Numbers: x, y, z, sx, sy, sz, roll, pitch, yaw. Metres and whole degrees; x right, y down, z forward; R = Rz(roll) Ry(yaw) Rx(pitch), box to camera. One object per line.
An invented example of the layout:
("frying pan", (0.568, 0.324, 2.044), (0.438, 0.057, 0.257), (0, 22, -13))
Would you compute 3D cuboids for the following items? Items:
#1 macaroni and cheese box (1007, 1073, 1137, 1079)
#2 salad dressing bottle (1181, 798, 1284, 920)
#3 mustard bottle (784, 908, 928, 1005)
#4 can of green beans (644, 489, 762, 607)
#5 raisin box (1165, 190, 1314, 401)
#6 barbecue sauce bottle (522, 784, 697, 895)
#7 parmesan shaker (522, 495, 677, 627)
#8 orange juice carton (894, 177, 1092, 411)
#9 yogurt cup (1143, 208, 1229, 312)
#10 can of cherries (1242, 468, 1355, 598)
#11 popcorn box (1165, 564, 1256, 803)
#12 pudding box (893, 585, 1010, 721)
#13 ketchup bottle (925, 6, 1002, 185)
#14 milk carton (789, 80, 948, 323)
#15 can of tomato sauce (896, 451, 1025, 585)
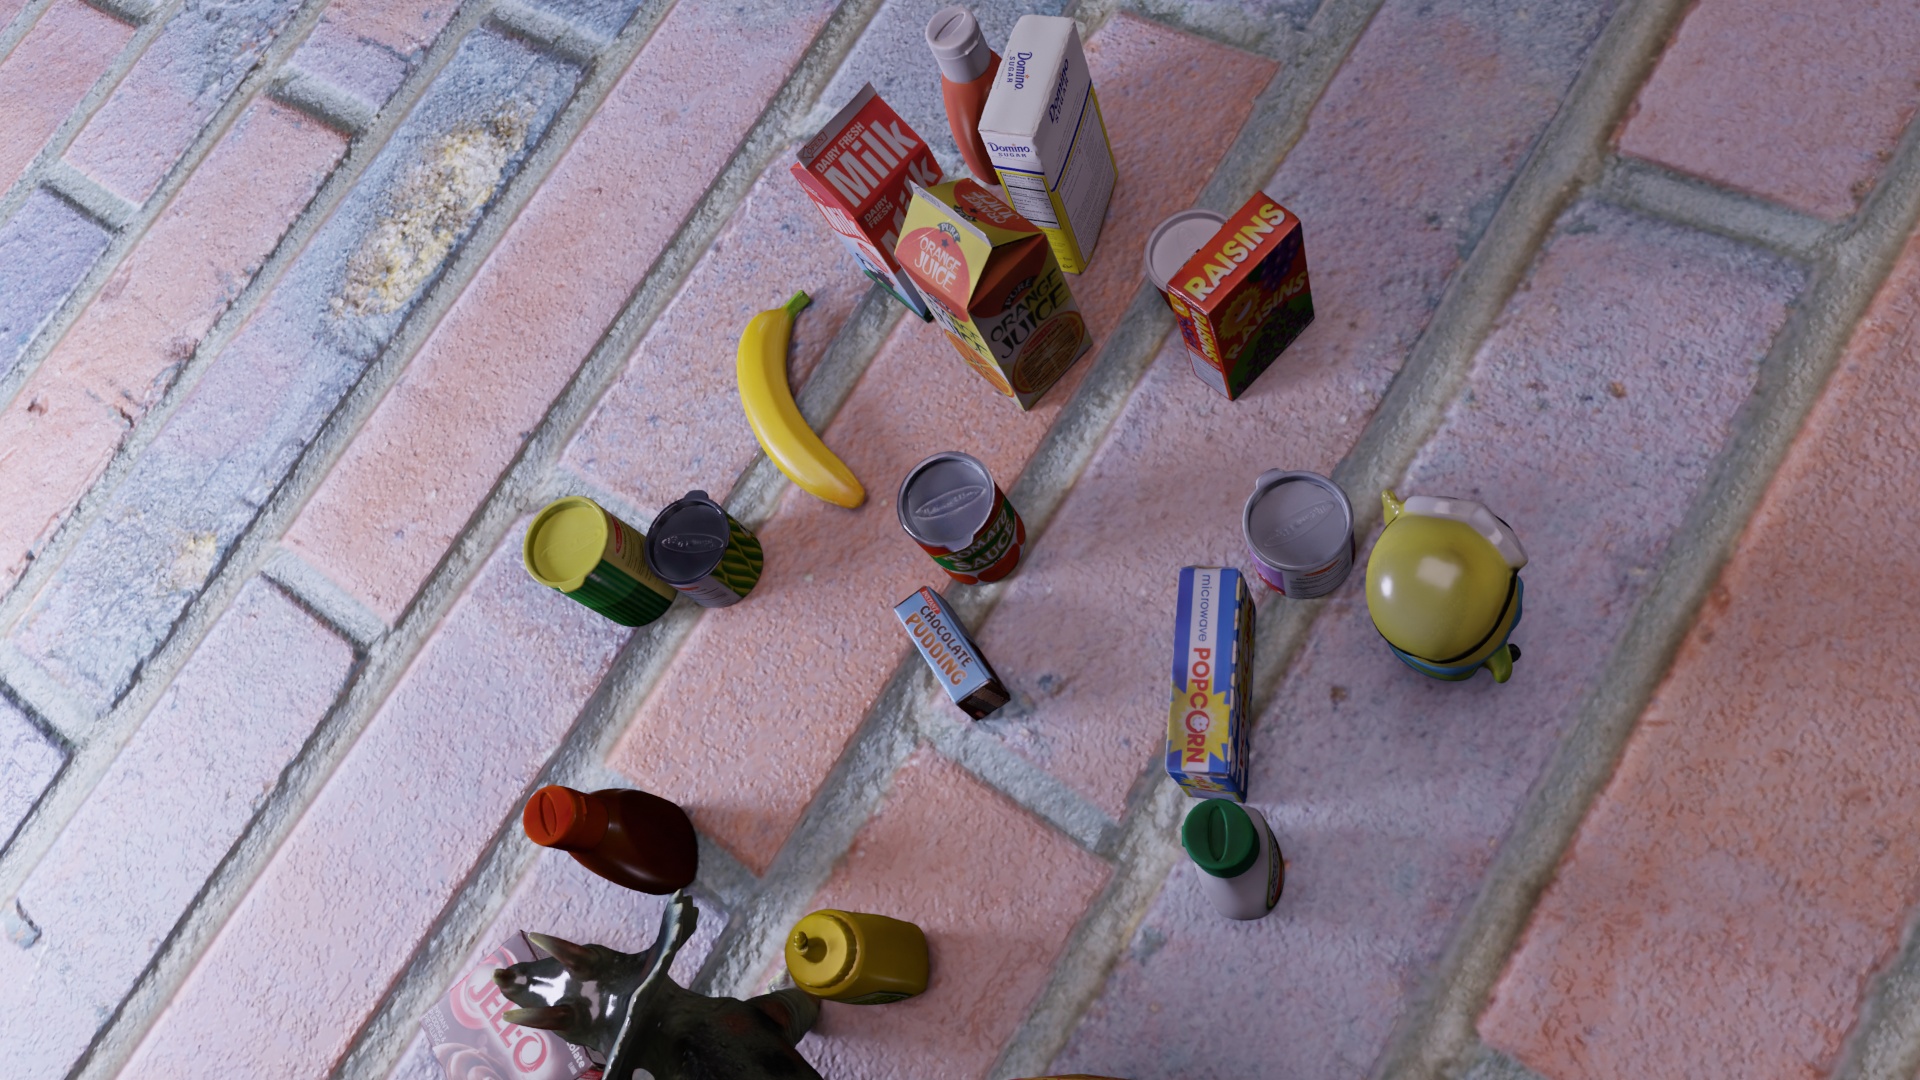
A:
("macaroni and cheese box", (0.102, 0.305, 0.724), (0.124, 0.166, 0.040), (0, 70, 18))
("salad dressing bottle", (0.151, 0.174, 0.770), (0.044, 0.147, 0.064), (-4, 69, 17))
("mustard bottle", (-0.067, 0.242, 0.807), (0.065, 0.160, 0.049), (-12, 67, 14))
("can of green beans", (-0.182, 0.009, 0.993), (0.071, 0.057, 0.071), (-6, 68, 16))
("raisin box", (0.184, -0.156, 0.902), (0.086, 0.123, 0.040), (-45, 63, -2))
("barbecue sauce bottle", (-0.221, 0.187, 0.886), (0.043, 0.148, 0.065), (-24, 64, 8))
("parmesan shaker", (-0.253, 0.020, 0.987), (0.071, 0.103, 0.071), (-6, 68, 16))
("orange juice carton", (0.020, -0.169, 0.922), (0.073, 0.192, 0.072), (-46, 63, -3))
("yogurt cup", (0.164, -0.187, 0.960), (0.072, 0.054, 0.072), (-6, 68, 16))
("can of cherries", (0.212, -0.005, 0.870), (0.071, 0.058, 0.072), (-6, 68, 16))
("popcorn box", (0.153, 0.087, 0.838), (0.038, 0.085, 0.127), (1, 70, 18))
("pudding box", (-0.005, 0.074, 0.915), (0.030, 0.049, 0.084), (-36, 63, 2))
("ketchup bottle", (0.016, -0.324, 1.009), (0.065, 0.148, 0.043), (-47, 63, -3))
("milk carton", (-0.053, -0.239, 0.975), (0.073, 0.190, 0.072), (41, 86, 27))
("can of tomato sauce", (0.003, -0.012, 0.927), (0.071, 0.083, 0.071), (-6, 68, 16))
